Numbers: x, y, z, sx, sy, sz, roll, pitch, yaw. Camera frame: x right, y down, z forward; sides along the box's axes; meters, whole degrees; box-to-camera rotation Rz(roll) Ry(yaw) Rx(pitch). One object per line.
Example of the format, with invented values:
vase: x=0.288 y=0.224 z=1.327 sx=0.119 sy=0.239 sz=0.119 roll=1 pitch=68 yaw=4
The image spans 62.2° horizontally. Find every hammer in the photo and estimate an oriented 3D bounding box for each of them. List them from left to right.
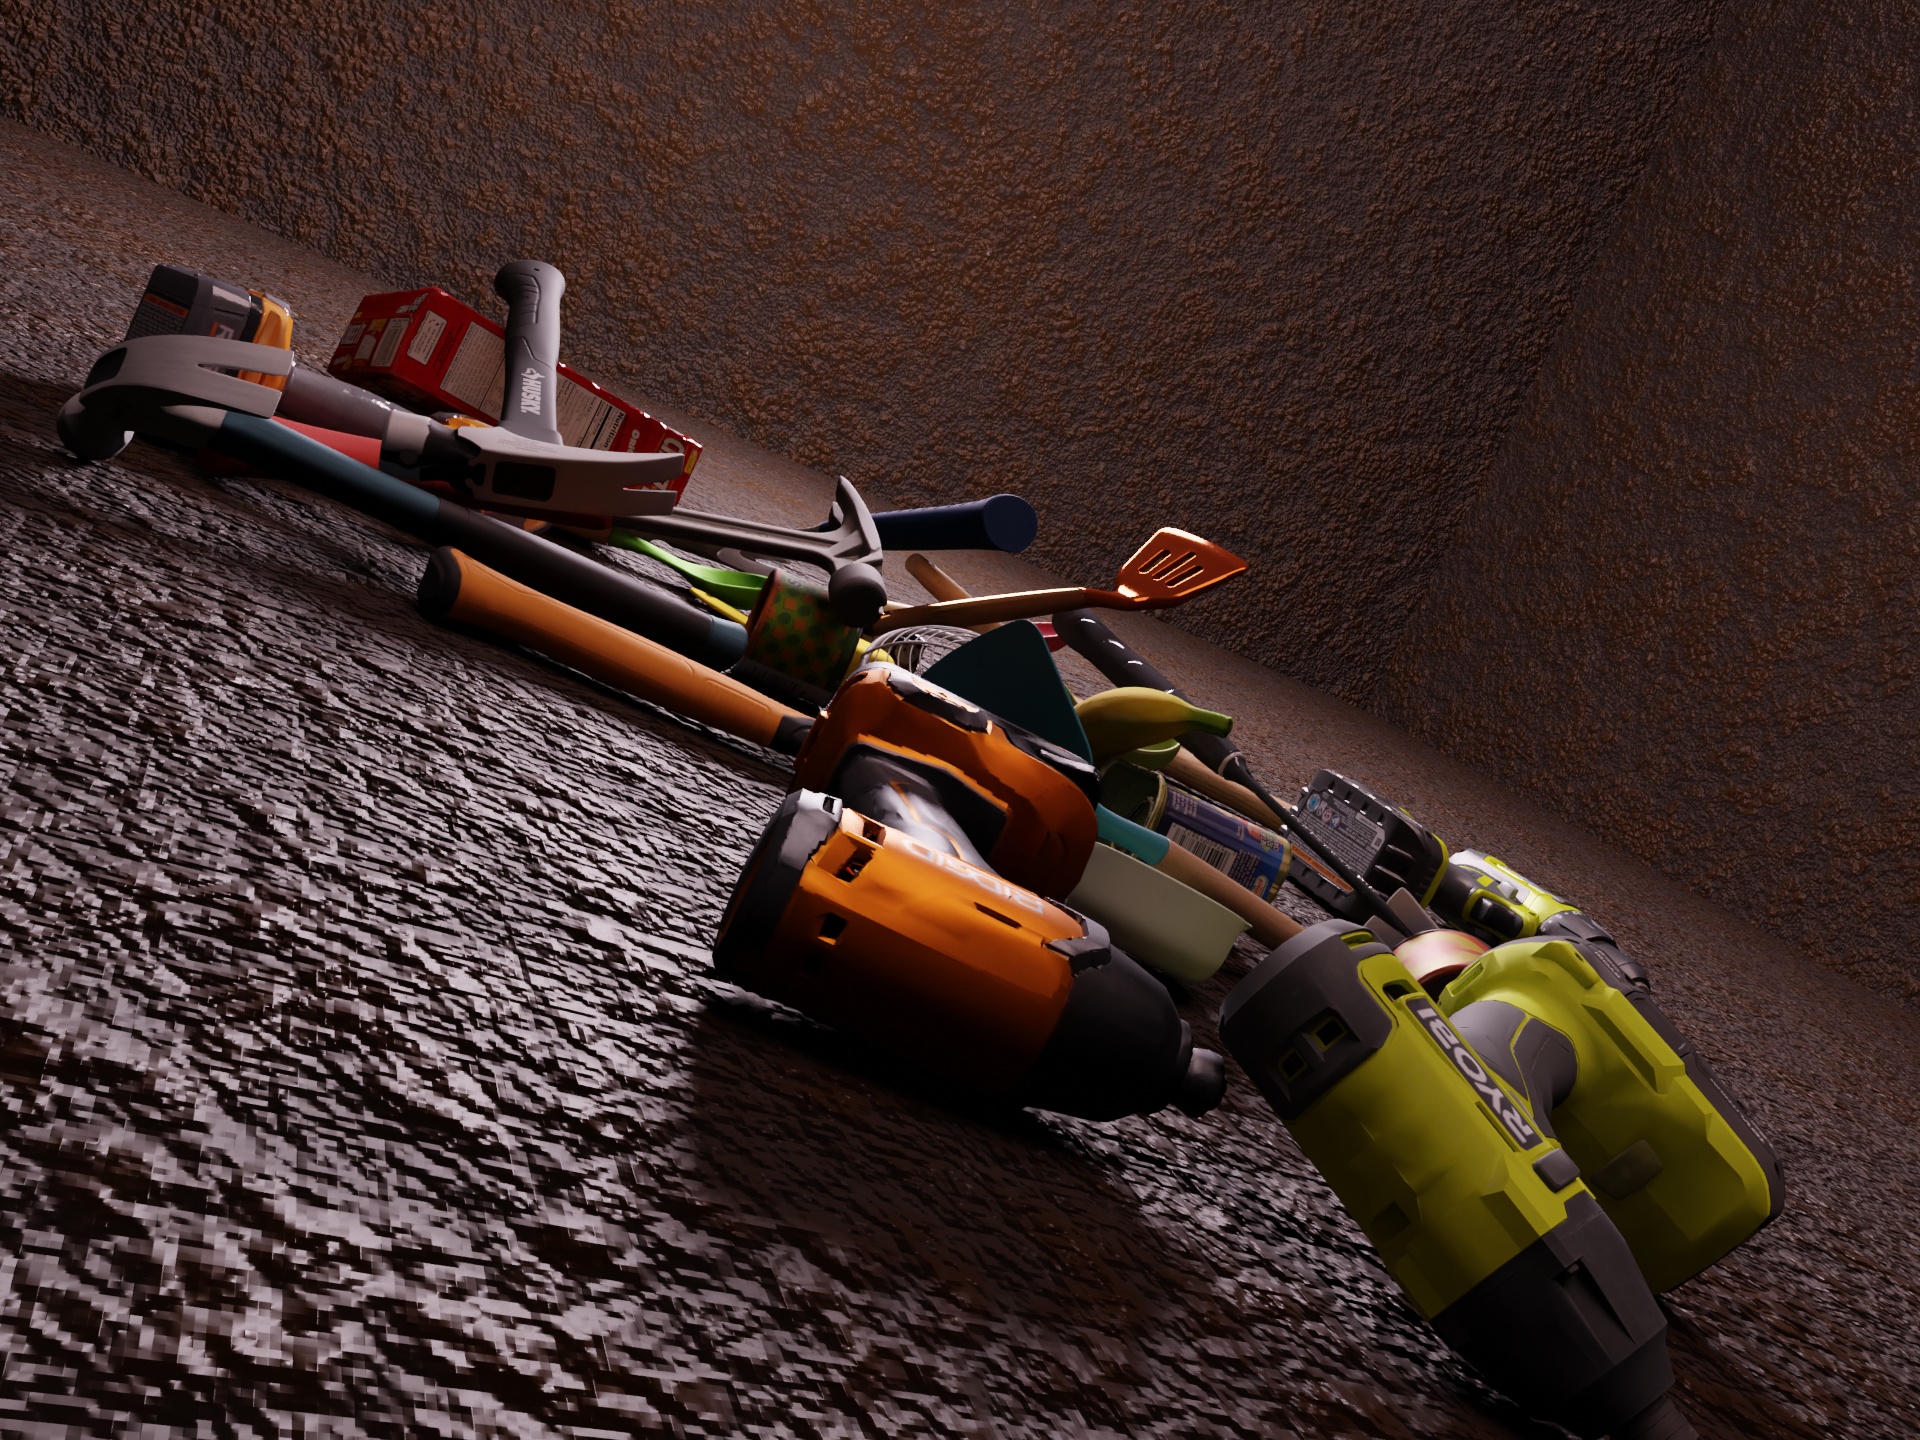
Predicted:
hammer: x=-0.249 y=-0.094 z=0.776 sx=0.330 sy=0.033 sz=0.128 roll=25 pitch=-26 yaw=-36
hammer: x=-0.243 y=-0.204 z=0.921 sx=0.146 sy=0.035 sz=0.335 roll=9 pitch=29 yaw=-19
hammer: x=-0.219 y=-0.125 z=0.869 sx=0.359 sy=0.036 sz=0.149 roll=9 pitch=29 yaw=-18
hammer: x=-0.098 y=-0.004 z=0.773 sx=0.337 sy=0.034 sz=0.127 roll=24 pitch=10 yaw=-7
hammer: x=-0.088 y=-0.128 z=1.098 sx=0.144 sy=0.035 sz=0.406 roll=16 pitch=-6 yaw=-37
hammer: x=0.146 y=0.019 z=1.288 sx=0.331 sy=0.031 sz=0.130 roll=28 pitch=10 yaw=17
hammer: x=0.170 y=0.036 z=0.961 sx=0.149 sy=0.036 sz=0.409 roll=37 pitch=8 yaw=-44

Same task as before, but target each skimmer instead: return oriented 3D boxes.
skimmer: x=-0.002 y=-0.003 z=1.029 sx=0.127 sy=0.090 sz=0.363 roll=39 pitch=-1 yaw=0

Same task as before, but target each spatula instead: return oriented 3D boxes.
spatula: x=0.062 y=-0.087 z=1.042 sx=0.322 sy=0.041 sz=0.081 roll=-11 pitch=34 yaw=-43
spatula: x=0.116 y=0.065 z=0.760 sx=0.317 sy=0.044 sz=0.082 roll=35 pitch=-37 yaw=-24

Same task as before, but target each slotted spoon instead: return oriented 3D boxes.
slotted spoon: x=-0.267 y=-0.137 z=1.099 sx=0.313 sy=0.031 sz=0.070 roll=21 pitch=10 yaw=-12

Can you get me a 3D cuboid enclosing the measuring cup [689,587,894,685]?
measuring cup: x=-0.113 y=-0.062 z=1.064 sx=0.156 sy=0.029 sz=0.062 roll=29 pitch=10 yaw=13

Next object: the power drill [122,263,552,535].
power drill: x=-0.365 y=-0.182 z=0.934 sx=0.226 sy=0.084 sz=0.185 roll=22 pitch=3 yaw=-42

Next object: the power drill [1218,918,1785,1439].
power drill: x=0.195 y=0.146 z=0.535 sx=0.223 sy=0.080 sz=0.171 roll=7 pitch=41 yaw=-54

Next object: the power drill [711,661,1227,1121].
power drill: x=0.007 y=0.061 z=0.566 sx=0.164 sy=0.084 sz=0.226 roll=26 pitch=13 yaw=-7

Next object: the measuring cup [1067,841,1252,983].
measuring cup: x=0.085 y=0.094 z=0.743 sx=0.083 sy=0.038 sz=0.167 roll=28 pitch=-7 yaw=7

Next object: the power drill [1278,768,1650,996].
power drill: x=0.349 y=0.125 z=1.100 sx=0.228 sy=0.080 sz=0.191 roll=24 pitch=9 yaw=-26

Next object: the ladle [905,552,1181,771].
ladle: x=0.062 y=-0.042 z=1.106 sx=0.078 sy=0.062 sz=0.319 roll=43 pitch=3 yaw=42

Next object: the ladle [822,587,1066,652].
ladle: x=-0.043 y=-0.085 z=1.262 sx=0.315 sy=0.031 sz=0.069 roll=8 pitch=6 yaw=-30
